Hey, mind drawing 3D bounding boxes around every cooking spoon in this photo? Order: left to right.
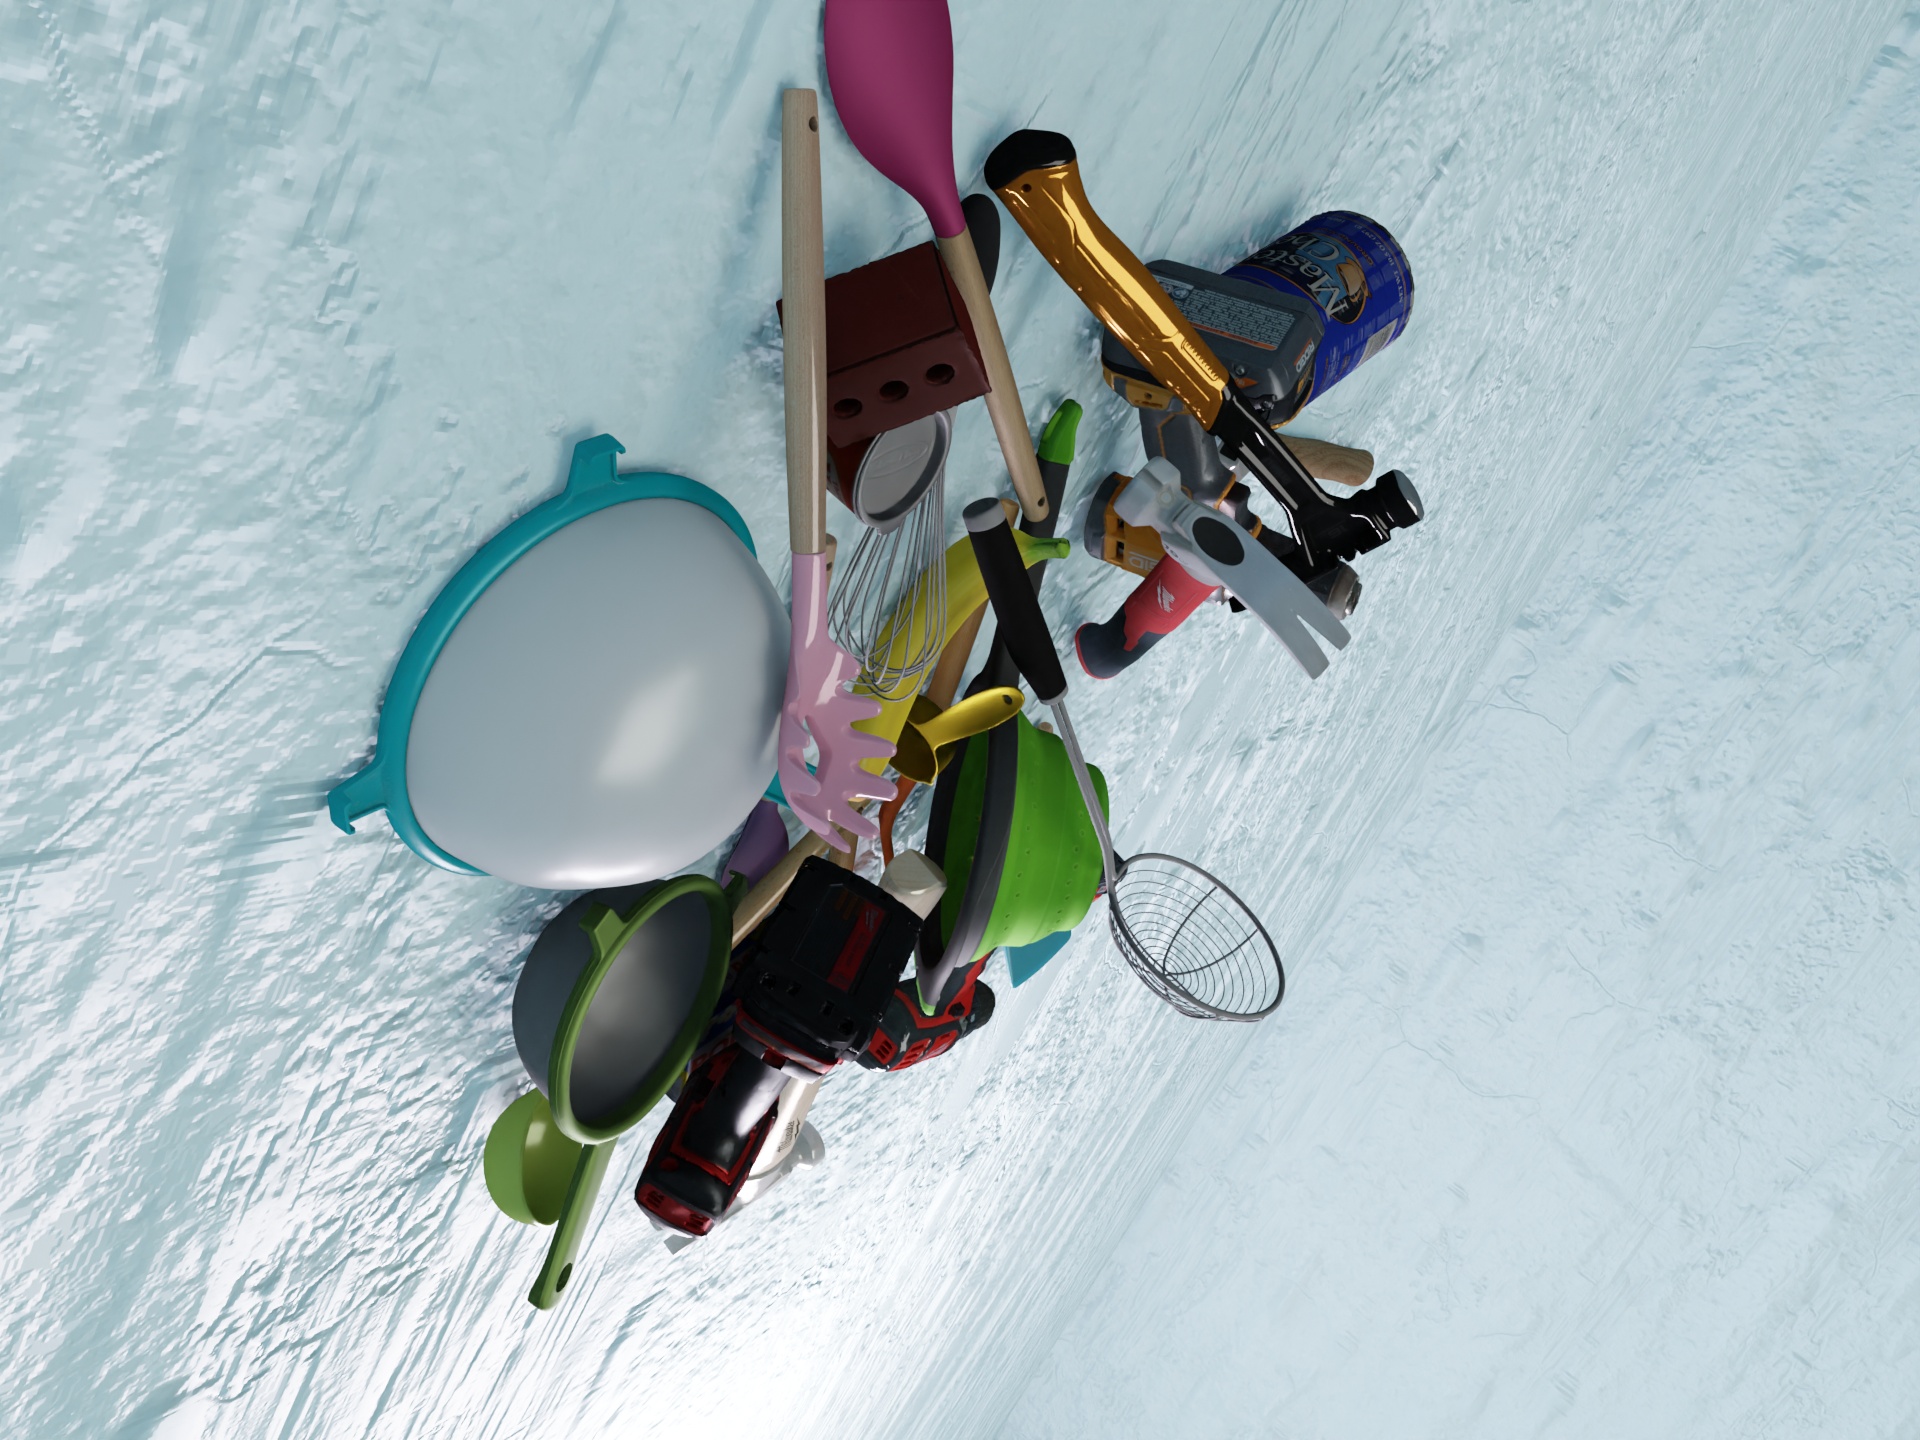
[{"bbox_3d":[0.002,-0.206,0.735,0.069,0.017,0.318,-45,143,-18],"label":"cooking spoon"}]

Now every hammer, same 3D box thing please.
[{"bbox_3d":[-0.104,0.227,1.071,0.146,0.038,0.410,-25,153,-41],"label":"hammer"},{"bbox_3d":[0.133,-0.059,1.014,0.038,0.143,0.386,-47,178,-8],"label":"hammer"},{"bbox_3d":[0.119,-0.181,0.853,0.127,0.034,0.336,-29,133,26],"label":"hammer"},{"bbox_3d":[0.287,-0.222,1.324,0.331,0.031,0.130,-10,131,-60],"label":"hammer"}]

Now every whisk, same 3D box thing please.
[{"bbox_3d":[-0.019,-0.132,0.828,0.070,0.070,0.284,-27,141,-48],"label":"whisk"}]

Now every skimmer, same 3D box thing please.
[{"bbox_3d":[0.100,0.027,0.924,0.127,0.090,0.363,-73,146,-56],"label":"skimmer"}]

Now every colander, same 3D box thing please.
[{"bbox_3d":[0.057,0.000,1.010,0.205,0.094,0.397,-106,-152,-70],"label":"colander"}]

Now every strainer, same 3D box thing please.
[{"bbox_3d":[-0.206,0.190,0.852,0.151,0.069,0.256,-5,116,-69],"label":"strainer"},{"bbox_3d":[-0.118,0.020,0.764,0.211,0.095,0.340,-55,153,0],"label":"strainer"}]

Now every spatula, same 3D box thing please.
[{"bbox_3d":[-0.105,0.023,0.915,0.060,0.018,0.315,-29,147,-41],"label":"spatula"},{"bbox_3d":[-0.012,0.005,1.039,0.081,0.041,0.322,-102,-151,-61],"label":"spatula"},{"bbox_3d":[0.067,0.111,1.340,0.082,0.044,0.317,-37,151,-28],"label":"spatula"}]

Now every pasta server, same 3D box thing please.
[{"bbox_3d":[-0.058,-0.098,0.671,0.060,0.040,0.316,-26,121,-54],"label":"pasta server"}]

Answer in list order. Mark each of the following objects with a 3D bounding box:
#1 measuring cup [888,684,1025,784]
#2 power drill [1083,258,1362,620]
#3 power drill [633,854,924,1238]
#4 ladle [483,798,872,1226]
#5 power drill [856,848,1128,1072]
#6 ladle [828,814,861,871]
[{"bbox_3d":[-0.002,-0.003,0.955,0.029,0.062,0.156,-44,-168,-34],"label":"measuring cup"},{"bbox_3d":[0.170,-0.157,0.991,0.084,0.185,0.226,-56,158,-31],"label":"power drill"},{"bbox_3d":[-0.110,0.189,0.921,0.219,0.078,0.143,-57,-177,35],"label":"power drill"},{"bbox_3d":[-0.156,0.160,0.938,0.320,0.062,0.078,-46,152,-15],"label":"ladle"},{"bbox_3d":[0.024,0.168,1.205,0.226,0.080,0.187,-52,159,16],"label":"power drill"},{"bbox_3d":[-0.085,0.122,1.083,0.069,0.031,0.315,-37,150,-41],"label":"ladle"}]
